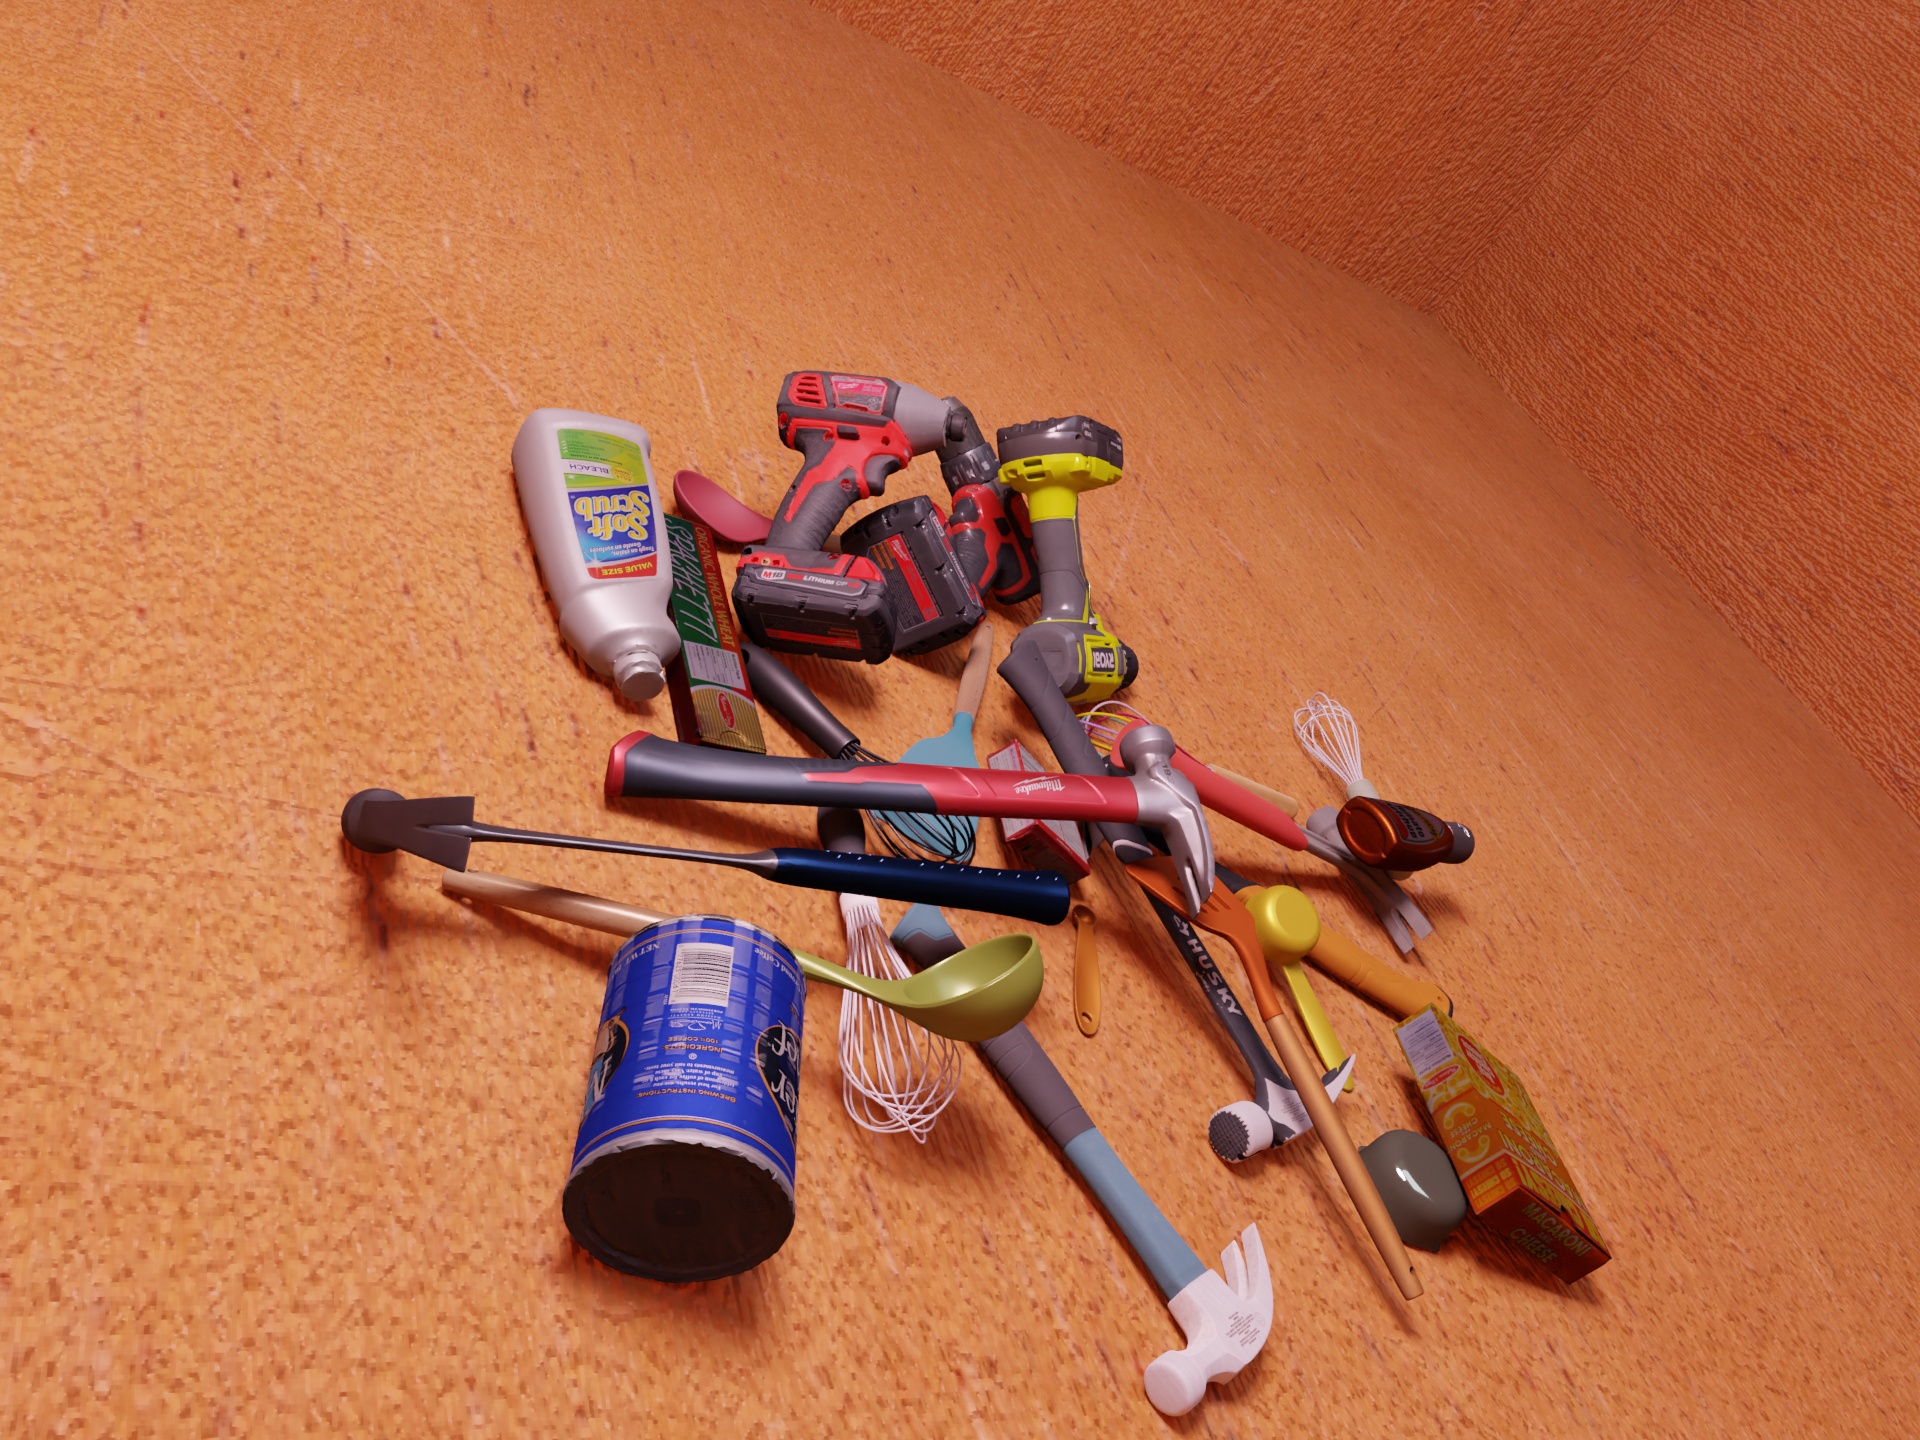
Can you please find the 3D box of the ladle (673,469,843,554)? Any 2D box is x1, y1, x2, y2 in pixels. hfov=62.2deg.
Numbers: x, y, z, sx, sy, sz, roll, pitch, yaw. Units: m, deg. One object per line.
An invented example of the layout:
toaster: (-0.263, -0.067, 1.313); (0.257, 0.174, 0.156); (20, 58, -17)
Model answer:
ladle: (-0.103, -0.146, 1.314); (0.315, 0.031, 0.069); (11, 43, -38)

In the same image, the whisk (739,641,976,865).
whisk: (-0.079, 0.023, 1.082); (0.239, 0.055, 0.055); (42, 30, 24)

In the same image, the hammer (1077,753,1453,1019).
hammer: (0.238, 0.150, 1.230); (0.337, 0.034, 0.127); (32, 29, -5)

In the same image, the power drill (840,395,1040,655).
power drill: (-0.010, -0.165, 1.317); (0.188, 0.080, 0.227); (64, 30, -9)

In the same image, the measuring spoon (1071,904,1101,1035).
measuring spoon: (0.083, 0.169, 1.075); (0.021, 0.011, 0.117); (26, 35, -16)

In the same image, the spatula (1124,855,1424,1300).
spatula: (0.209, 0.219, 1.032); (0.081, 0.041, 0.323); (-1, 58, -44)

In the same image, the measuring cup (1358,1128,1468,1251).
measuring cup: (0.337, 0.310, 1.097); (0.167, 0.038, 0.083); (1, 45, -44)

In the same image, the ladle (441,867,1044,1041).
ladle: (-0.114, 0.109, 0.841); (0.320, 0.062, 0.078); (14, 8, -2)

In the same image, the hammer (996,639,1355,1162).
hammer: (0.136, 0.108, 1.125); (0.149, 0.036, 0.409); (-4, 57, -45)

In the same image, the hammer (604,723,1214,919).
hammer: (-0.026, 0.055, 0.999); (0.386, 0.038, 0.143); (4, 47, -19)

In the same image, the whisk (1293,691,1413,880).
whisk: (0.361, 0.058, 1.452); (0.058, 0.059, 0.247); (-3, 38, -8)

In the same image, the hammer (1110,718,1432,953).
hammer: (0.240, 0.082, 1.242); (0.358, 0.036, 0.149); (26, 24, -43)

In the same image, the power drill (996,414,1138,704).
power drill: (0.097, -0.127, 1.328); (0.190, 0.080, 0.228); (-1, 87, -65)

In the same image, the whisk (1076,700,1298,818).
whisk: (0.193, 0.039, 1.333); (0.244, 0.047, 0.051); (22, 31, -28)

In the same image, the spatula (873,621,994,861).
spatula: (-0.002, -0.004, 1.220); (0.082, 0.044, 0.318); (30, 26, -7)

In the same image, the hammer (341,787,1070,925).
hammer: (-0.112, 0.078, 0.864); (0.405, 0.035, 0.144); (10, -6, -30)

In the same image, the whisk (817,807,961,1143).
whisk: (-0.055, 0.134, 0.946); (0.070, 0.070, 0.285); (19, 29, -26)

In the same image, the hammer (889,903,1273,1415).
hammer: (0.061, 0.235, 0.934); (0.128, 0.033, 0.331); (-8, 51, -49)

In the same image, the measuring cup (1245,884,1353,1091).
measuring cup: (0.257, 0.192, 1.159); (0.062, 0.029, 0.157); (-6, 64, -34)

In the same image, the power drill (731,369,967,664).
power drill: (-0.080, -0.158, 1.168); (0.143, 0.078, 0.220); (8, 65, 8)
